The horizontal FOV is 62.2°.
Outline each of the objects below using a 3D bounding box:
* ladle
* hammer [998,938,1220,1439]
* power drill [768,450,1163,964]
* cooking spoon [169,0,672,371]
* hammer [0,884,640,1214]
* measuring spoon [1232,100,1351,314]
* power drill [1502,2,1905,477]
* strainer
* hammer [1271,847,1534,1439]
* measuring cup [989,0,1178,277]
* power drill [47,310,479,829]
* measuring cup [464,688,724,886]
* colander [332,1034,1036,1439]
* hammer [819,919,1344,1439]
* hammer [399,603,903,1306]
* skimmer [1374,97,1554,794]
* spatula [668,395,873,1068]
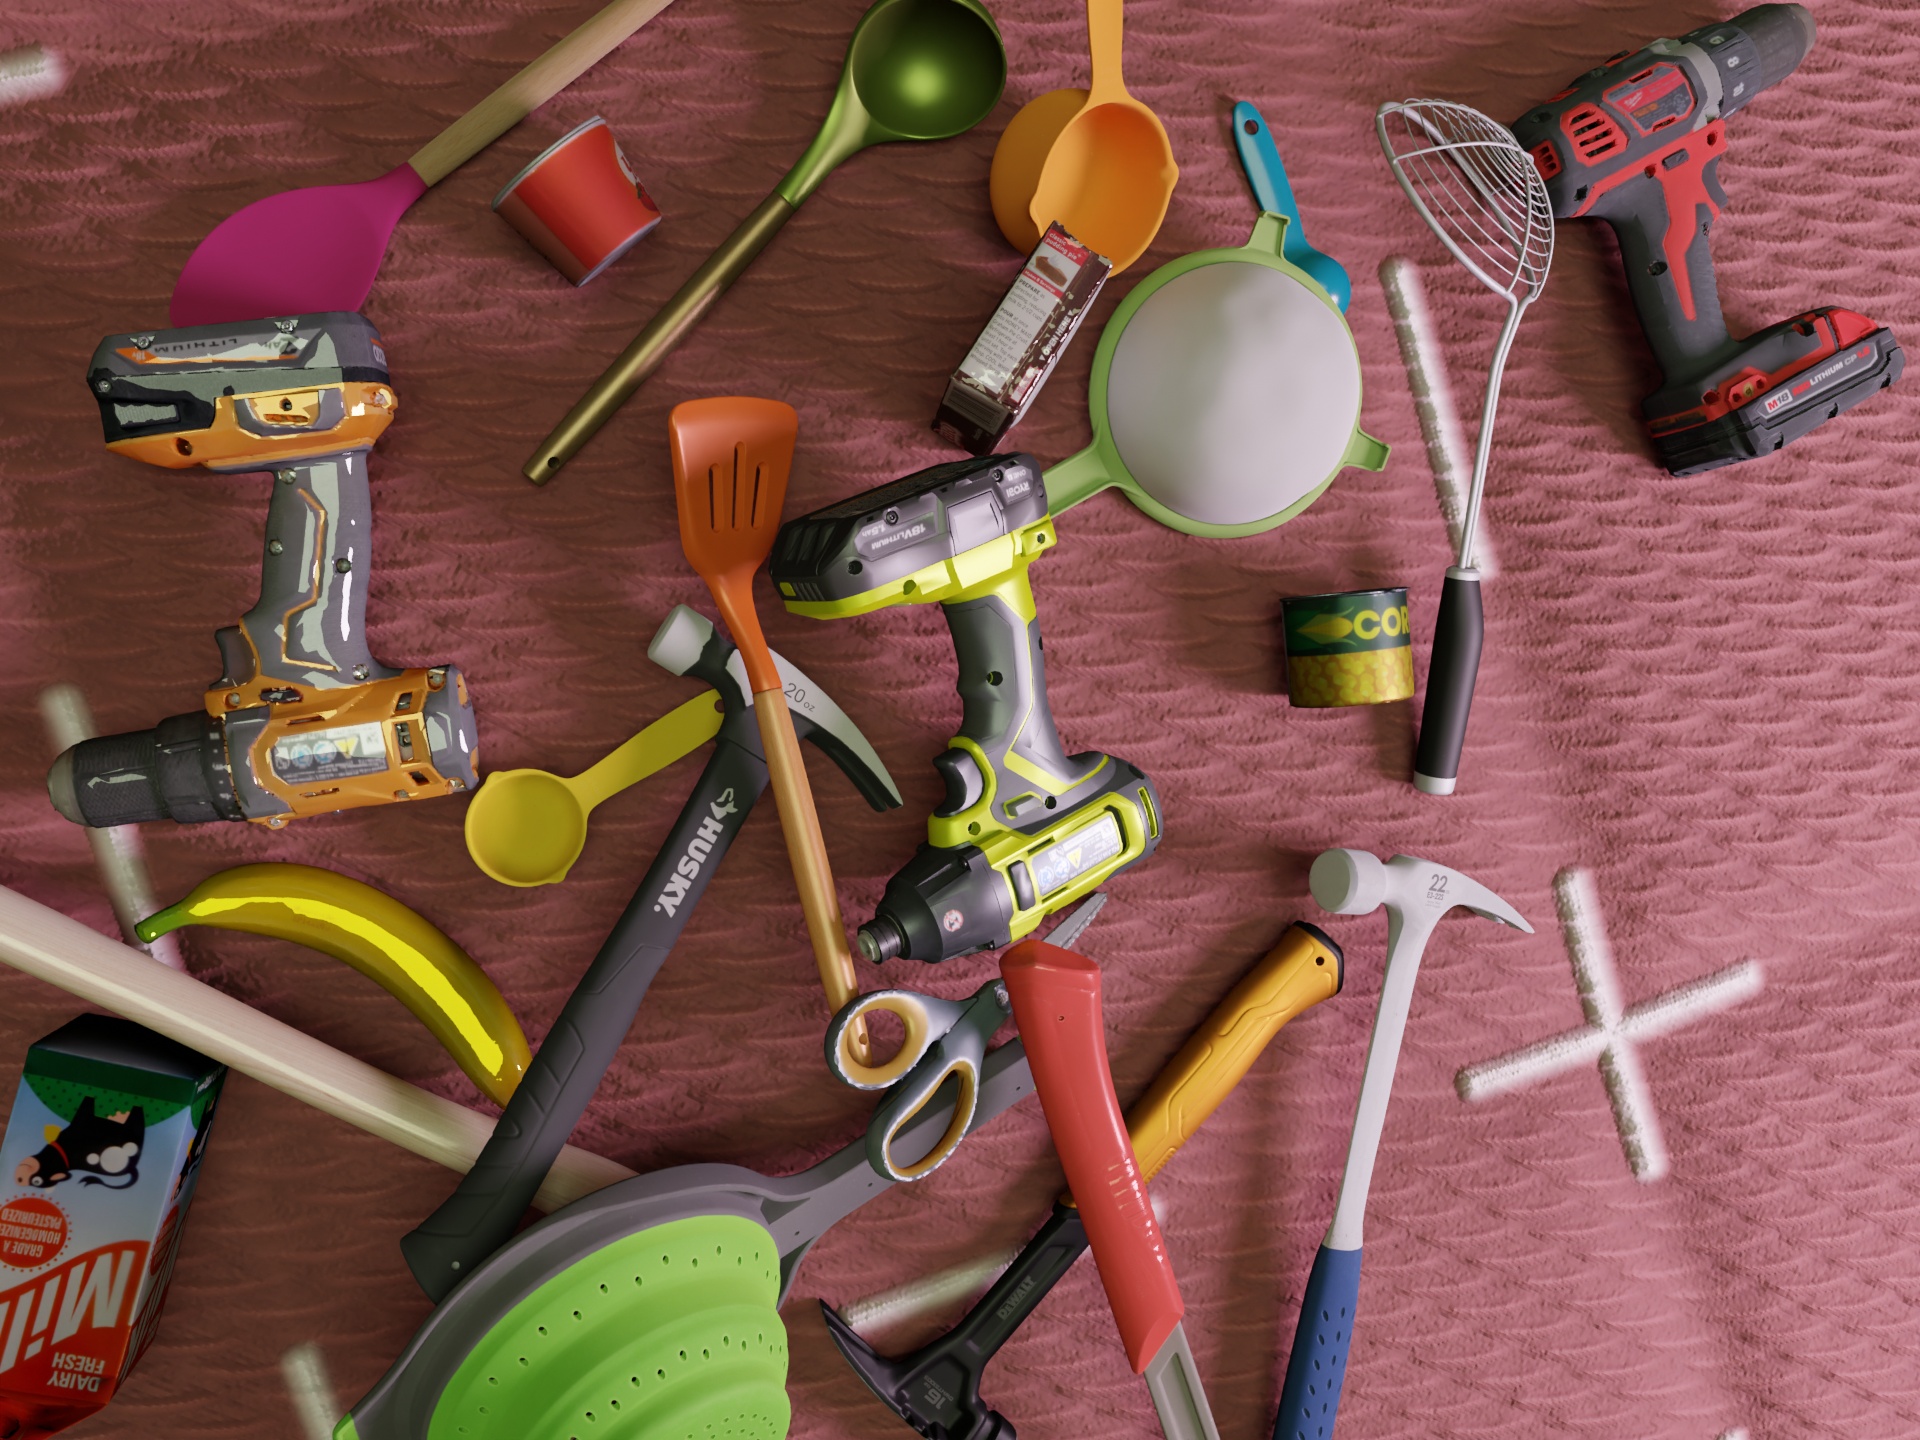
[{"bbox_3d":[-0.099,-0.233,0.780,0.320,0.062,0.078,-48,130,-3],"label":"ladle"},{"bbox_3d":[0.079,0.280,0.796,0.149,0.037,0.359,-18,101,3],"label":"hammer"},{"bbox_3d":[-0.001,-0.002,0.765,0.171,0.080,0.223,-26,107,-29],"label":"power drill"},{"bbox_3d":[-0.241,-0.278,0.767,0.319,0.017,0.068,-41,107,-7],"label":"cooking spoon"},{"bbox_3d":[-0.320,0.148,0.715,0.410,0.146,0.038,31,87,-15],"label":"hammer"},{"bbox_3d":[0.176,-0.271,0.849,0.042,0.021,0.128,-25,98,-10],"label":"measuring spoon"},{"bbox_3d":[0.423,-0.270,0.875,0.188,0.080,0.226,-29,94,-9],"label":"power drill"},{"bbox_3d":[0.100,-0.141,0.809,0.256,0.069,0.151,-30,105,-5],"label":"strainer"},{"bbox_3d":[0.213,0.272,0.858,0.144,0.035,0.405,9,94,-31],"label":"hammer"},{"bbox_3d":[0.055,-0.305,0.774,0.095,0.052,0.173,-23,127,-28],"label":"measuring cup"},{"bbox_3d":[-0.332,-0.061,0.727,0.185,0.084,0.226,-10,100,-11],"label":"power drill"},{"bbox_3d":[-0.174,0.027,0.793,0.156,0.029,0.062,-34,97,-20],"label":"measuring cup"},{"bbox_3d":[-0.078,0.270,0.744,0.397,0.095,0.204,-28,139,-23],"label":"colander"},{"bbox_3d":[0.078,0.234,0.842,0.127,0.034,0.337,44,83,-11],"label":"hammer"},{"bbox_3d":[-0.153,0.119,0.747,0.146,0.035,0.335,33,70,-15],"label":"hammer"},{"bbox_3d":[0.252,-0.144,0.857,0.127,0.090,0.363,-11,110,-50],"label":"skimmer"},{"bbox_3d":[-0.080,0.008,0.756,0.081,0.041,0.322,-12,87,-49],"label":"spatula"}]
